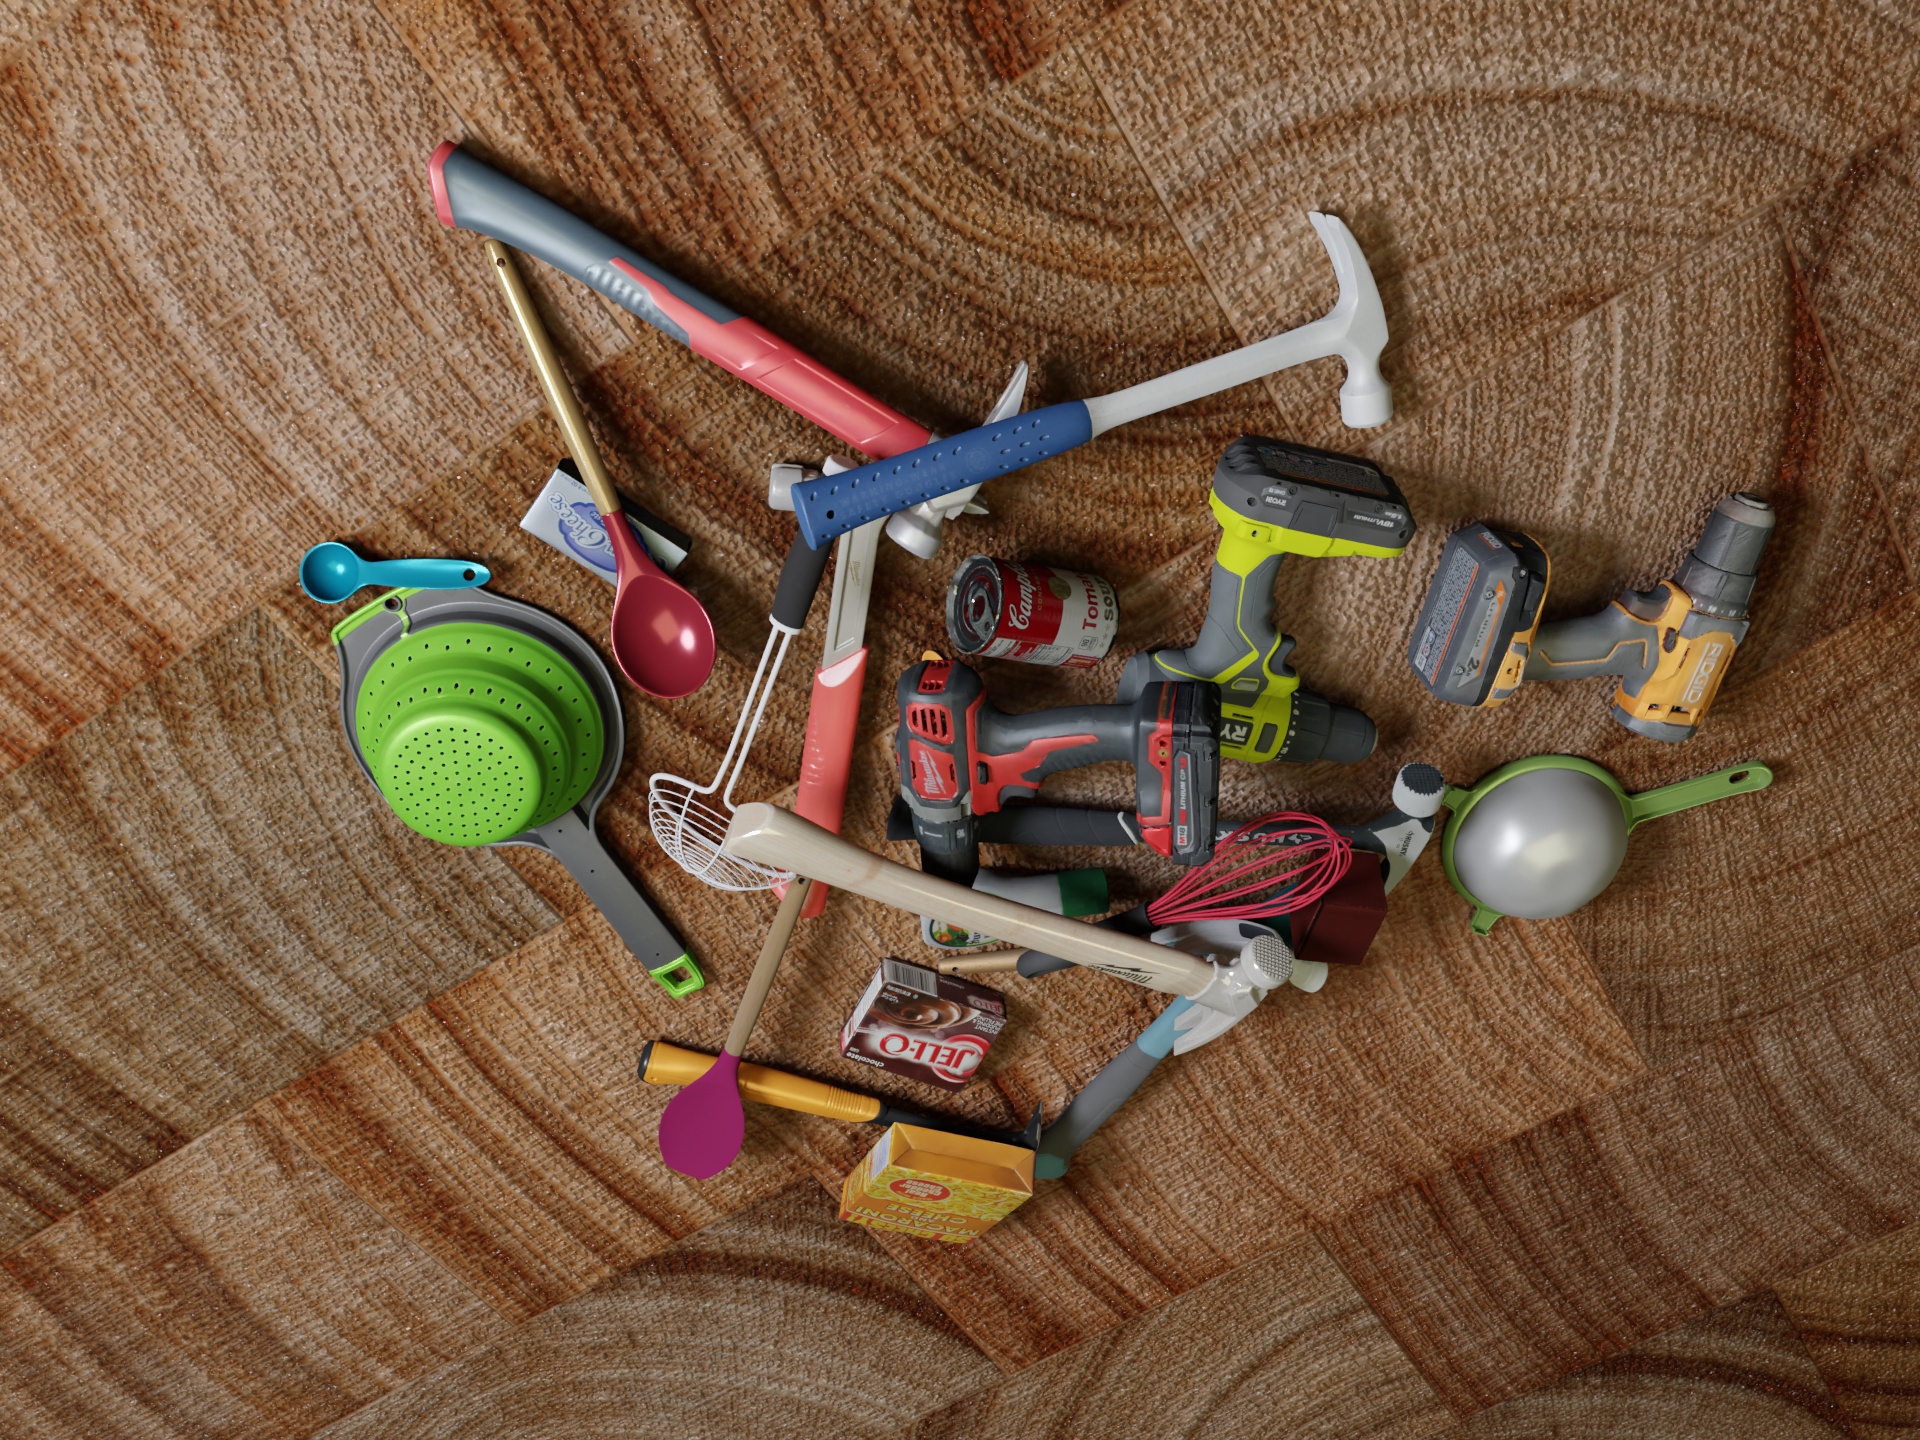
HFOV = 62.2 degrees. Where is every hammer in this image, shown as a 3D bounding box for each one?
[{"bbox_3d":[0.150,0.278,1.307,0.128,0.033,0.331,26,123,-16],"label":"hammer"},{"bbox_3d":[0.148,0.085,1.208,0.409,0.036,0.149,2,137,1],"label":"hammer"},{"bbox_3d":[0.088,-0.199,1.003,0.405,0.035,0.144,-21,118,-11],"label":"hammer"},{"bbox_3d":[0.026,0.147,1.144,0.410,0.038,0.146,20,140,-14],"label":"hammer"},{"bbox_3d":[-0.081,-0.011,1.156,0.149,0.037,0.358,7,118,-7],"label":"hammer"},{"bbox_3d":[-0.145,-0.258,0.999,0.386,0.038,0.143,30,103,-13],"label":"hammer"},{"bbox_3d":[-0.100,0.317,1.320,0.336,0.034,0.127,15,144,-8],"label":"hammer"}]

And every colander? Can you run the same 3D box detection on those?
[{"bbox_3d":[-0.306,0.083,1.160,0.204,0.095,0.396,-26,117,11],"label":"colander"}]

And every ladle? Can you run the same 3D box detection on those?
[{"bbox_3d":[-0.241,-0.161,1.043,0.069,0.031,0.315,-23,108,-8],"label":"ladle"}]

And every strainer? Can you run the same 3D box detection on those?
[{"bbox_3d":[0.507,0.090,1.229,0.256,0.069,0.151,-18,119,8],"label":"strainer"}]

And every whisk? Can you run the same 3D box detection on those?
[{"bbox_3d":[0.159,0.139,1.191,0.296,0.073,0.073,-28,119,31],"label":"whisk"}]

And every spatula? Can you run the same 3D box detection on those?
[{"bbox_3d":[0.140,0.180,1.285,0.317,0.044,0.082,-6,118,5],"label":"spatula"}]

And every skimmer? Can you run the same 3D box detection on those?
[{"bbox_3d":[-0.128,-0.025,1.103,0.127,0.090,0.363,29,118,9],"label":"skimmer"}]

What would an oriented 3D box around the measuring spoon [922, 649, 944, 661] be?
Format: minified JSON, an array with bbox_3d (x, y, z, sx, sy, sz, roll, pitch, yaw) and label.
[{"bbox_3d":[-0.002,-0.004,1.181,0.021,0.011,0.116,-21,115,9],"label":"measuring spoon"}]

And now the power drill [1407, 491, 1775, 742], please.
[{"bbox_3d":[0.454,-0.083,1.126,0.226,0.084,0.185,7,118,-12],"label":"power drill"}]

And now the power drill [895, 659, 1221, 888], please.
[{"bbox_3d":[0.067,0.050,1.122,0.227,0.080,0.187,3,121,11],"label":"power drill"}]

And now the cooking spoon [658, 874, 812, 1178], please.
[{"bbox_3d":[-0.170,0.239,1.250,0.068,0.017,0.318,22,114,-2],"label":"cooking spoon"}]

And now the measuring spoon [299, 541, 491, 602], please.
[{"bbox_3d":[-0.385,-0.100,1.092,0.128,0.021,0.042,1,88,-3],"label":"measuring spoon"}]

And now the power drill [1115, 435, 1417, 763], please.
[{"bbox_3d":[0.230,-0.070,1.120,0.190,0.080,0.228,11,121,-8],"label":"power drill"}]
